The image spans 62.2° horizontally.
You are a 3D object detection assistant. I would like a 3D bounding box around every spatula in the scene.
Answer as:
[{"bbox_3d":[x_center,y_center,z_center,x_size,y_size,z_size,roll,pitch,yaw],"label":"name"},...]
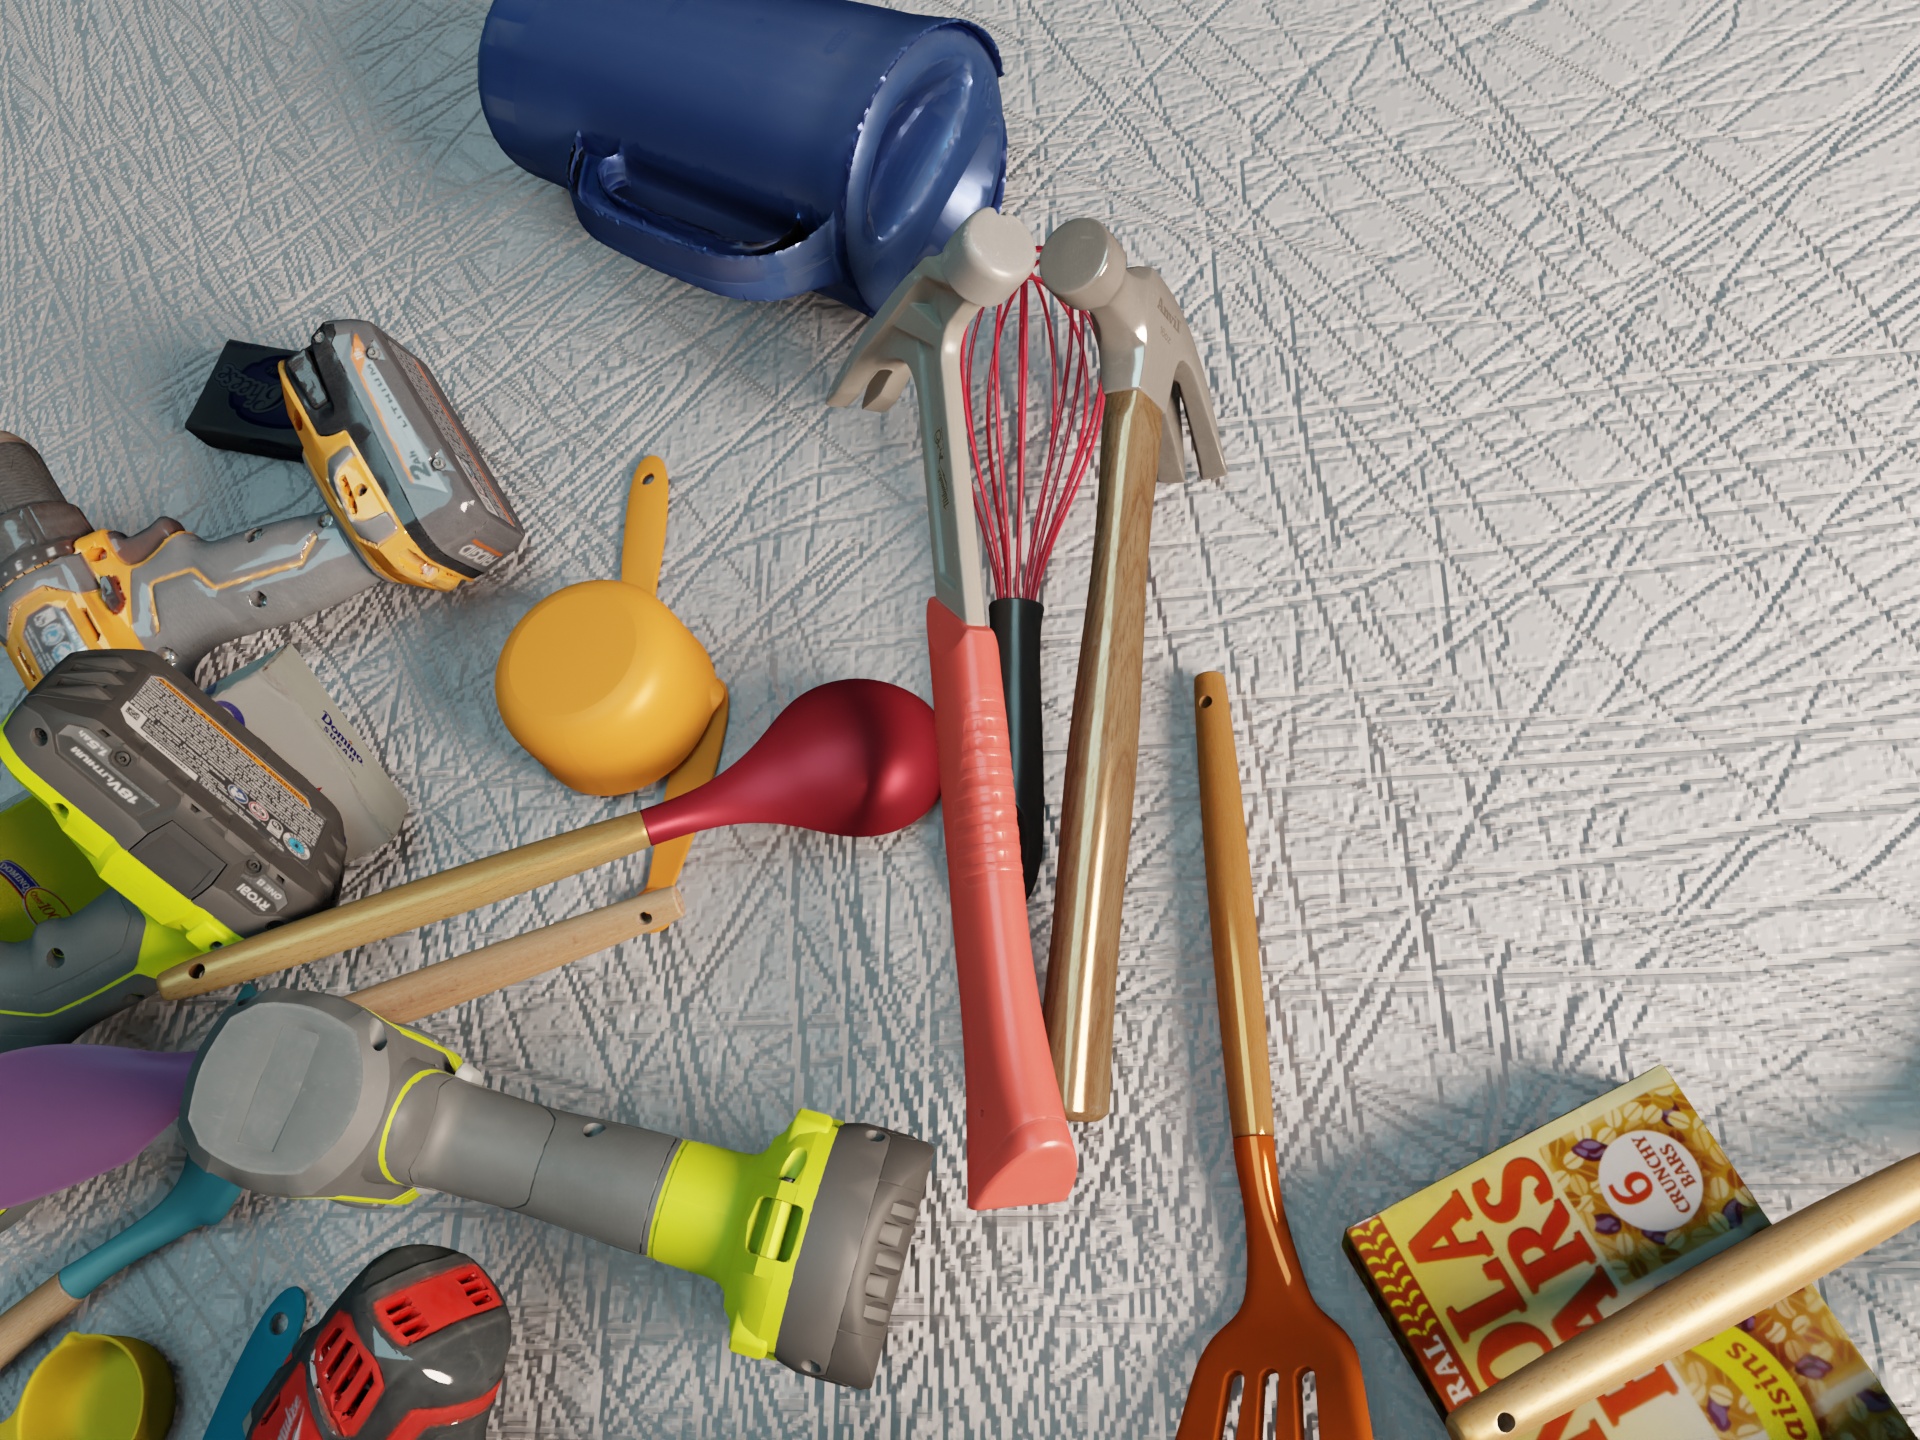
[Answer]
[{"bbox_3d":[-0.388,0.240,0.642,0.317,0.044,0.082,-40,46,-3],"label":"spatula"},{"bbox_3d":[0.102,0.126,0.580,0.081,0.041,0.323,-16,62,29],"label":"spatula"},{"bbox_3d":[-0.256,0.119,0.606,0.316,0.018,0.059,-19,103,1],"label":"spatula"}]

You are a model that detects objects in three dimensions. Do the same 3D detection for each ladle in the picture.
[{"bbox_3d":[-0.149,0.050,0.622,0.315,0.031,0.069,-18,74,-14],"label":"ladle"}]

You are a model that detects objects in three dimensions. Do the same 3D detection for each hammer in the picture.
[{"bbox_3d":[-0.001,-0.002,0.605,0.036,0.149,0.359,2,72,-25],"label":"hammer"},{"bbox_3d":[0.059,-0.014,0.620,0.031,0.130,0.331,0,79,30],"label":"hammer"}]

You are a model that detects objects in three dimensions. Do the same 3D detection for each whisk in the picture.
[{"bbox_3d":[0.024,-0.066,0.670,0.073,0.073,0.296,0,75,12],"label":"whisk"}]

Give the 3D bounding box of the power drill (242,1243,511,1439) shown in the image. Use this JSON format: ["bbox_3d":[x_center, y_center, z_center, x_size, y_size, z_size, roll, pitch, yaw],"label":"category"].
[{"bbox_3d":[-0.171,0.315,0.529,0.227,0.080,0.188,45,110,22],"label":"power drill"}]

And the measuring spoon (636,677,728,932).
[{"bbox_3d":[-0.120,0.034,0.683,0.021,0.011,0.117,7,70,15],"label":"measuring spoon"}]

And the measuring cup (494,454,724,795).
[{"bbox_3d":[-0.155,-0.056,0.703,0.095,0.052,0.174,-5,65,15],"label":"measuring cup"}]

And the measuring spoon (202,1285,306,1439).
[{"bbox_3d":[-0.291,0.281,0.614,0.042,0.021,0.129,18,75,19],"label":"measuring spoon"}]

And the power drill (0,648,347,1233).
[{"bbox_3d":[-0.372,0.083,0.621,0.223,0.171,0.080,-39,24,6],"label":"power drill"}]

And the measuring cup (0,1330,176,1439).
[{"bbox_3d":[-0.381,0.292,0.631,0.156,0.029,0.062,-25,65,7],"label":"measuring cup"}]

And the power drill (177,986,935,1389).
[{"bbox_3d":[-0.130,0.159,0.558,0.228,0.190,0.080,15,71,3],"label":"power drill"}]

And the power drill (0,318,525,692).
[{"bbox_3d":[-0.340,-0.093,0.727,0.226,0.084,0.185,-32,84,1],"label":"power drill"}]

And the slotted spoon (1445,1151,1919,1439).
[{"bbox_3d":[0.287,0.152,0.502,0.313,0.031,0.070,-23,82,-12],"label":"slotted spoon"}]
